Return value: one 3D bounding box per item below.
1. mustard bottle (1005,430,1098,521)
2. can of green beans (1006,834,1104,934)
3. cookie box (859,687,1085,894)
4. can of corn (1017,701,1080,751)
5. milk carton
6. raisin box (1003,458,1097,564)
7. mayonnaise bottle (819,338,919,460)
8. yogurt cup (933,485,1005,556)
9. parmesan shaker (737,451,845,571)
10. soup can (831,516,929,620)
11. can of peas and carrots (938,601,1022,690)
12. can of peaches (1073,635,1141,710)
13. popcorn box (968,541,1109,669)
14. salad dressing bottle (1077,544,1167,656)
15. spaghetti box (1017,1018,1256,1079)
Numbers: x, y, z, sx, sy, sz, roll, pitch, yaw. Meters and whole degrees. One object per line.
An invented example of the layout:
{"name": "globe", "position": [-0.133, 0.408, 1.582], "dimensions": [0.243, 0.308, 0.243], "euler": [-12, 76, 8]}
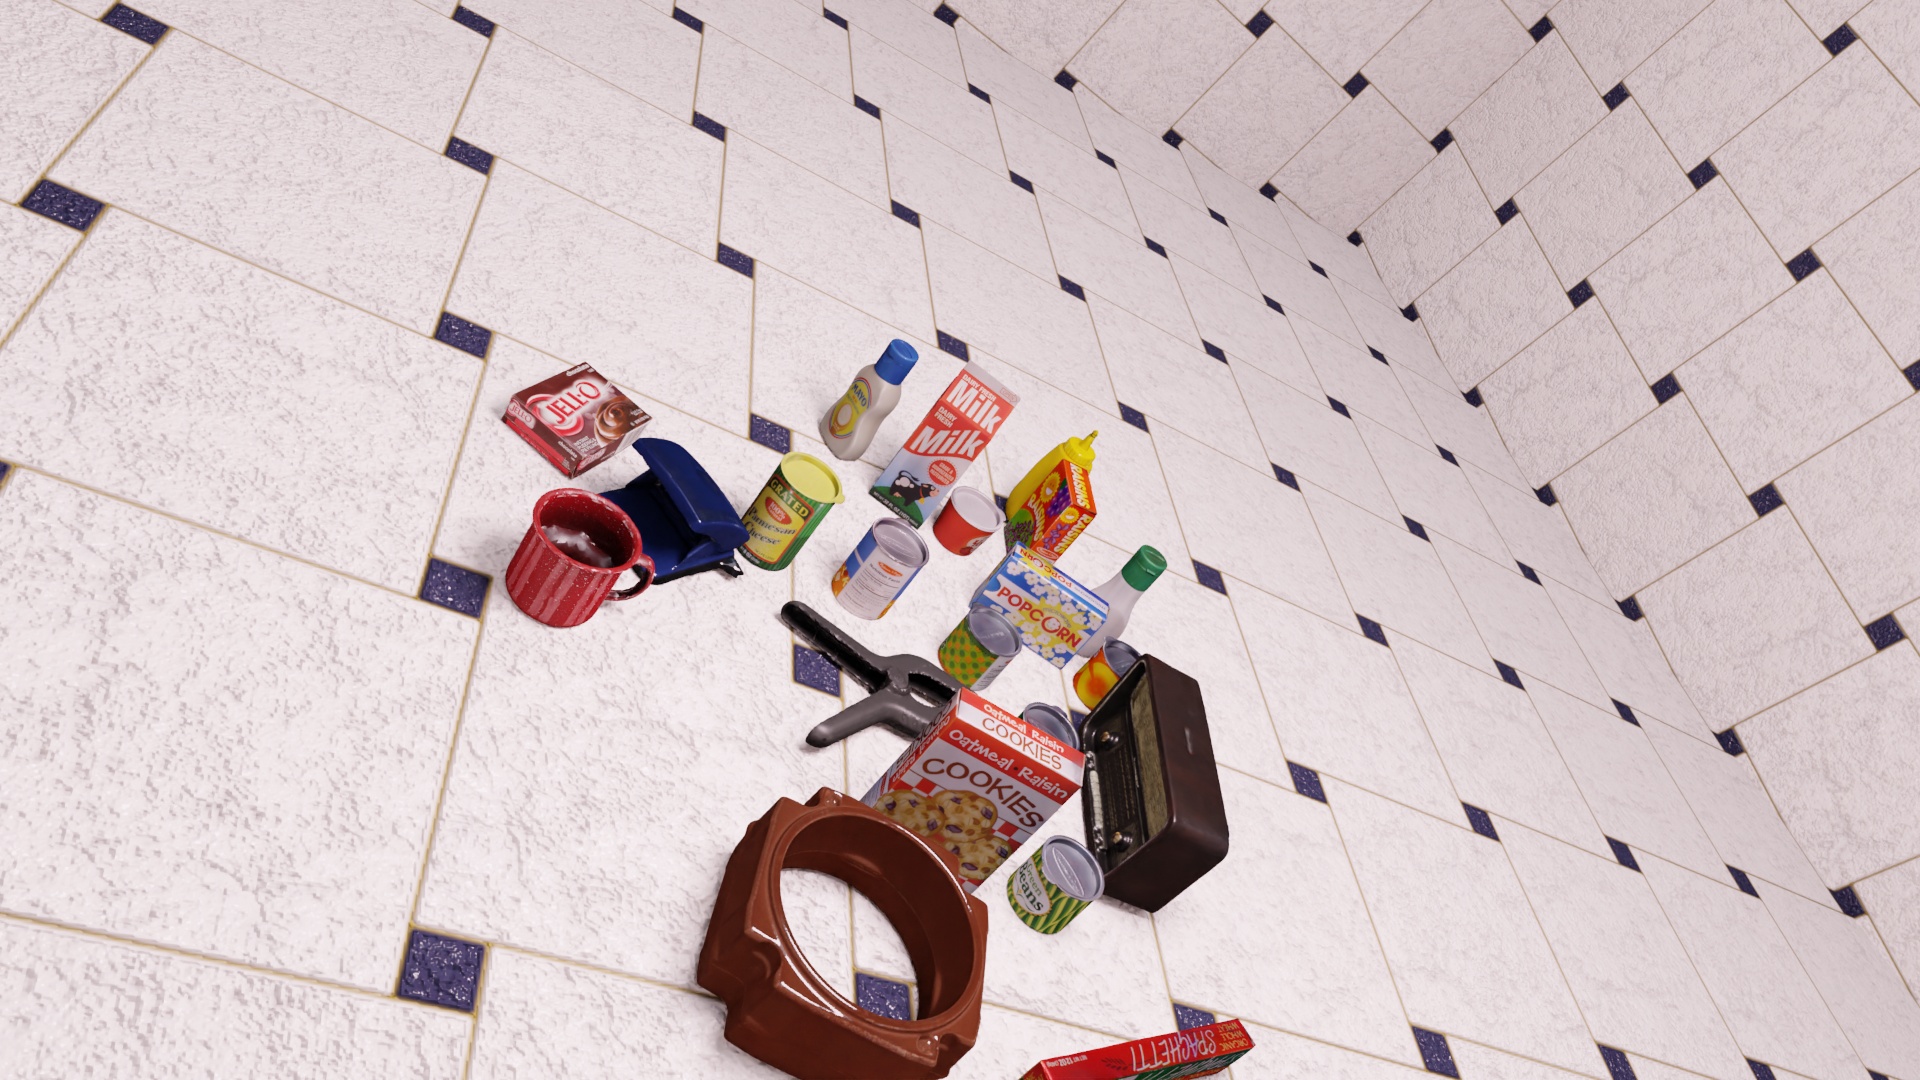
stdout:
{"name": "mustard bottle", "position": [0.117, -0.076, 1.646], "dimensions": [0.065, 0.159, 0.049], "euler": [17, 37, -32]}
{"name": "can of green beans", "position": [0.083, 0.302, 1.220], "dimensions": [0.071, 0.057, 0.071], "euler": [27, 33, -19]}
{"name": "cookie box", "position": [0.005, 0.210, 1.153], "dimensions": [0.123, 0.166, 0.040], "euler": [31, 32, -14]}
{"name": "can of corn", "position": [0.073, 0.199, 1.344], "dimensions": [0.071, 0.058, 0.071], "euler": [27, 33, -19]}
{"name": "milk carton", "position": [-0.014, -0.109, 1.523], "dimensions": [0.072, 0.189, 0.074], "euler": [37, 31, -4]}
{"name": "raisin box", "position": [0.102, -0.021, 1.595], "dimensions": [0.040, 0.123, 0.086], "euler": [25, 34, -22]}
{"name": "mayonnaise bottle", "position": [-0.100, -0.158, 1.537], "dimensions": [0.041, 0.147, 0.065], "euler": [2, 47, -45]}
{"name": "yogurt cup", "position": [0.006, -0.020, 1.559], "dimensions": [0.072, 0.053, 0.073], "euler": [27, 33, -19]}
{"name": "parmesan shaker", "position": [-0.166, -0.025, 1.340], "dimensions": [0.071, 0.102, 0.072], "euler": [27, 33, -19]}
{"name": "soup can", "position": [-0.080, 0.027, 1.381], "dimensions": [0.071, 0.083, 0.072], "euler": [27, 33, -19]}
{"name": "can of peas and carrots", "position": [0.018, 0.107, 1.404], "dimensions": [0.071, 0.058, 0.071], "euler": [27, 33, -19]}
{"name": "can of peaches", "position": [0.163, 0.148, 1.503], "dimensions": [0.071, 0.057, 0.071], "euler": [27, 33, -19]}
{"name": "popcorn box", "position": [0.085, 0.070, 1.496], "dimensions": [0.126, 0.085, 0.038], "euler": [35, 31, -8]}
{"name": "salad dressing bottle", "position": [0.170, 0.066, 1.530], "dimensions": [0.064, 0.147, 0.044], "euler": [29, 32, -17]}
{"name": "spaghetti box", "position": [0.144, 0.428, 1.129], "dimensions": [0.250, 0.050, 0.029], "euler": [7, 43, -41]}
